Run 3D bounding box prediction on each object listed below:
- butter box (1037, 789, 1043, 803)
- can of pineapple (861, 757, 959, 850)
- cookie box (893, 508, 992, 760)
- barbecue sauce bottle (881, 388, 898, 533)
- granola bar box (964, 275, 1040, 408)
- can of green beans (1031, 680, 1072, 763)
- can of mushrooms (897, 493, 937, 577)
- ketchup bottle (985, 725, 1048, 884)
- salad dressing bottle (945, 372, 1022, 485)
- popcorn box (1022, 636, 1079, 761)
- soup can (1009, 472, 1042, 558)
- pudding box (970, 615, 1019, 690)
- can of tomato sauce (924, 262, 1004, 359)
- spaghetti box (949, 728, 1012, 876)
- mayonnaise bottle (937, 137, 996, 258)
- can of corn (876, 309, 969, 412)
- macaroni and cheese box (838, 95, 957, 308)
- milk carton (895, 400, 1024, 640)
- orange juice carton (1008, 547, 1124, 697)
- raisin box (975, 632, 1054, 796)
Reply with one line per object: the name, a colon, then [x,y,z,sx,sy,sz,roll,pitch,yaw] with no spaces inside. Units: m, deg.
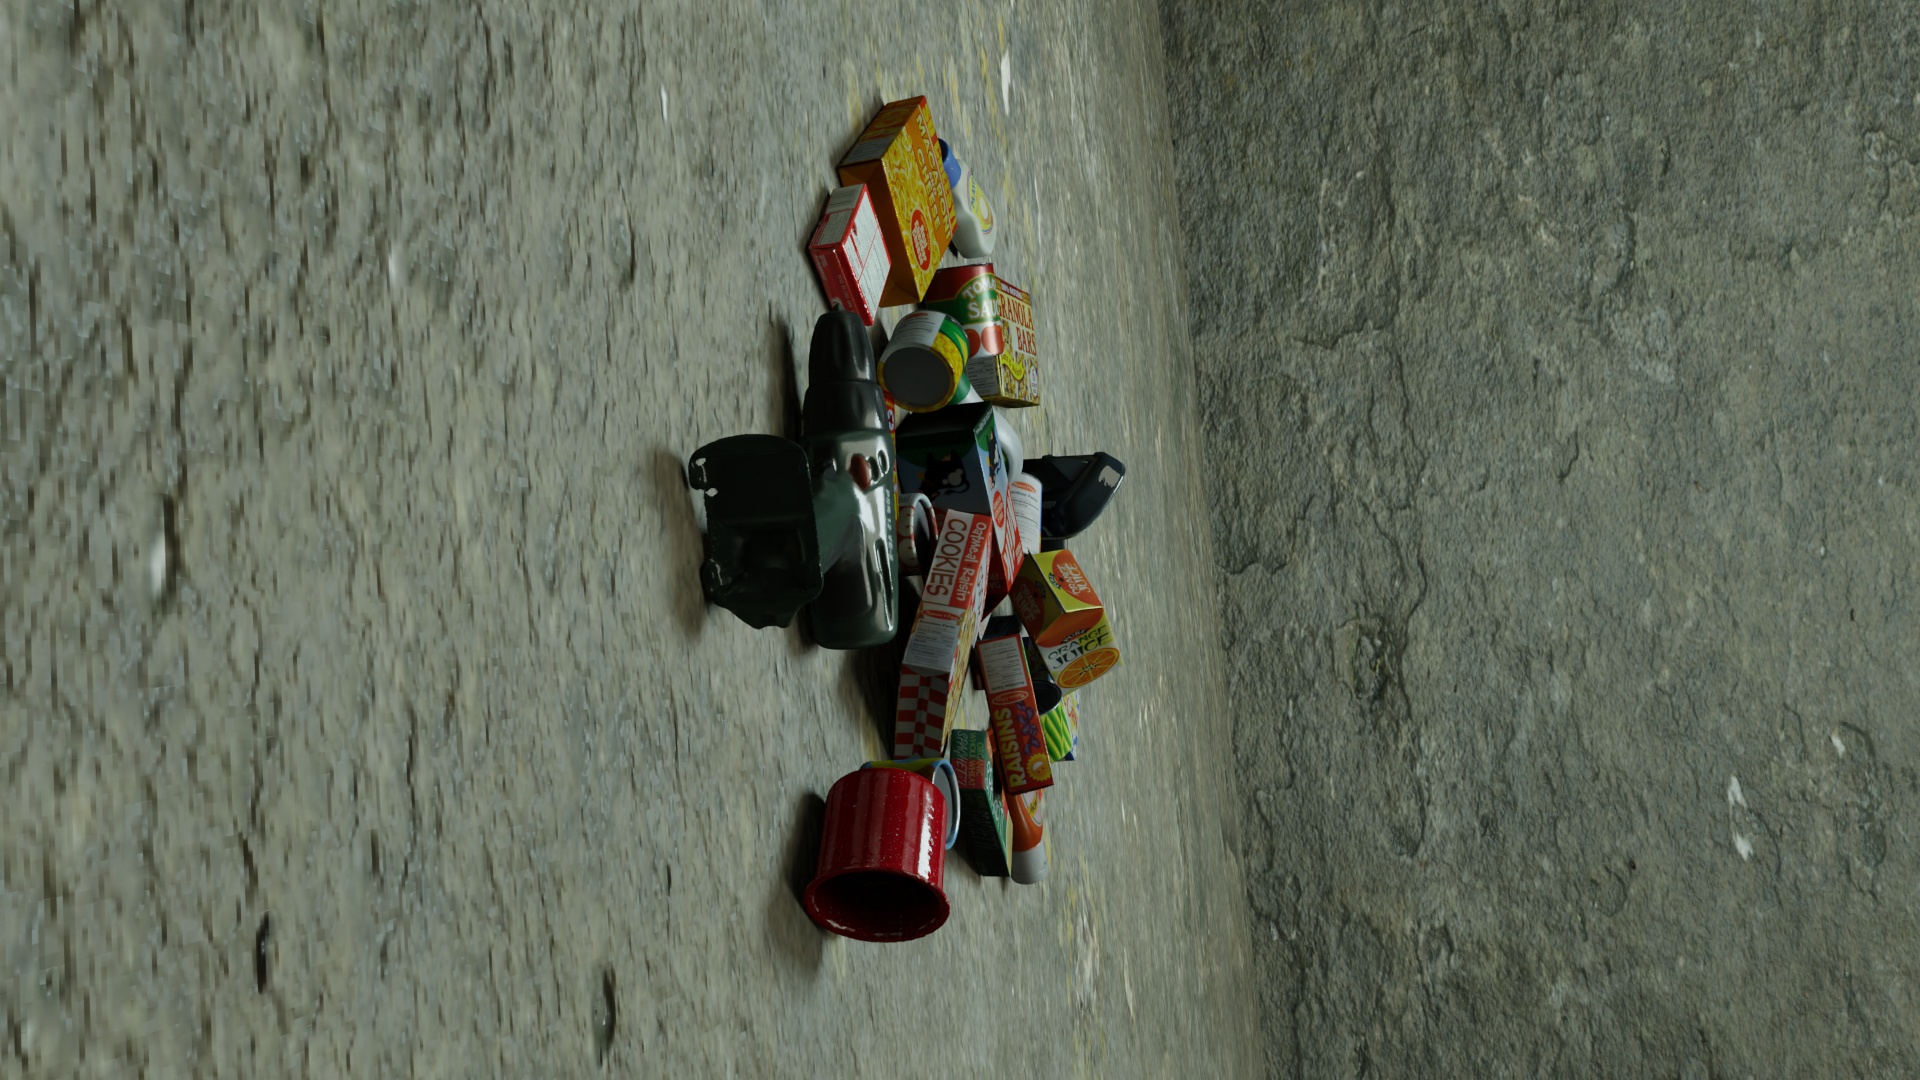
butter box: [0.066,0.232,1.375,0.104,0.024,0.053,-64,145,-60]
can of pineapple: [-0.038,0.190,0.995,0.071,0.058,0.071,-7,91,-73]
cookie box: [-0.012,0.076,1.073,0.168,0.040,0.122,-74,173,-46]
barbecue sauce bottle: [-0.068,-0.034,1.004,0.065,0.043,0.148,24,61,-73]
granola bar box: [0.041,-0.202,1.426,0.166,0.039,0.124,-8,91,-73]
can of green beans: [0.071,0.177,1.340,0.071,0.071,0.057,-66,146,-59]
can of mushrooms: [-0.043,-0.002,1.091,0.071,0.033,0.071,-6,91,-74]
ketchup bottle: [0.051,0.247,1.288,0.065,0.043,0.148,-57,138,-65]
salad dressing bottle: [0.008,-0.108,1.256,0.147,0.064,0.044,56,41,-41]
popcorn box: [0.092,0.167,1.459,0.126,0.038,0.085,63,28,-50]
soup can: [0.043,-0.014,1.324,0.071,0.071,0.084,55,34,-58]
pudding box: [0.034,0.105,1.307,0.084,0.030,0.049,-42,125,-69]
can of tomato sauce: [0.004,-0.205,1.254,0.071,0.071,0.083,-32,115,-71]
spaghetti box: [0.019,0.220,1.140,0.249,0.029,0.050,77,14,-61]
mayonnaise bottle: [-0.005,-0.327,1.318,0.148,0.041,0.065,44,45,-65]
can of corn: [-0.029,-0.143,1.129,0.058,0.071,0.071,-71,150,-53]
macaroni and cheese box: [-0.047,-0.287,1.167,0.167,0.040,0.123,-71,151,-54]
milk carton: [0.004,-0.015,1.180,0.073,0.073,0.189,-62,142,-62]
orange juice carton: [0.097,0.073,1.322,0.072,0.073,0.192,62,0,30]
raisin box: [0.043,0.142,1.124,0.086,0.040,0.123,86,-9,-79]
